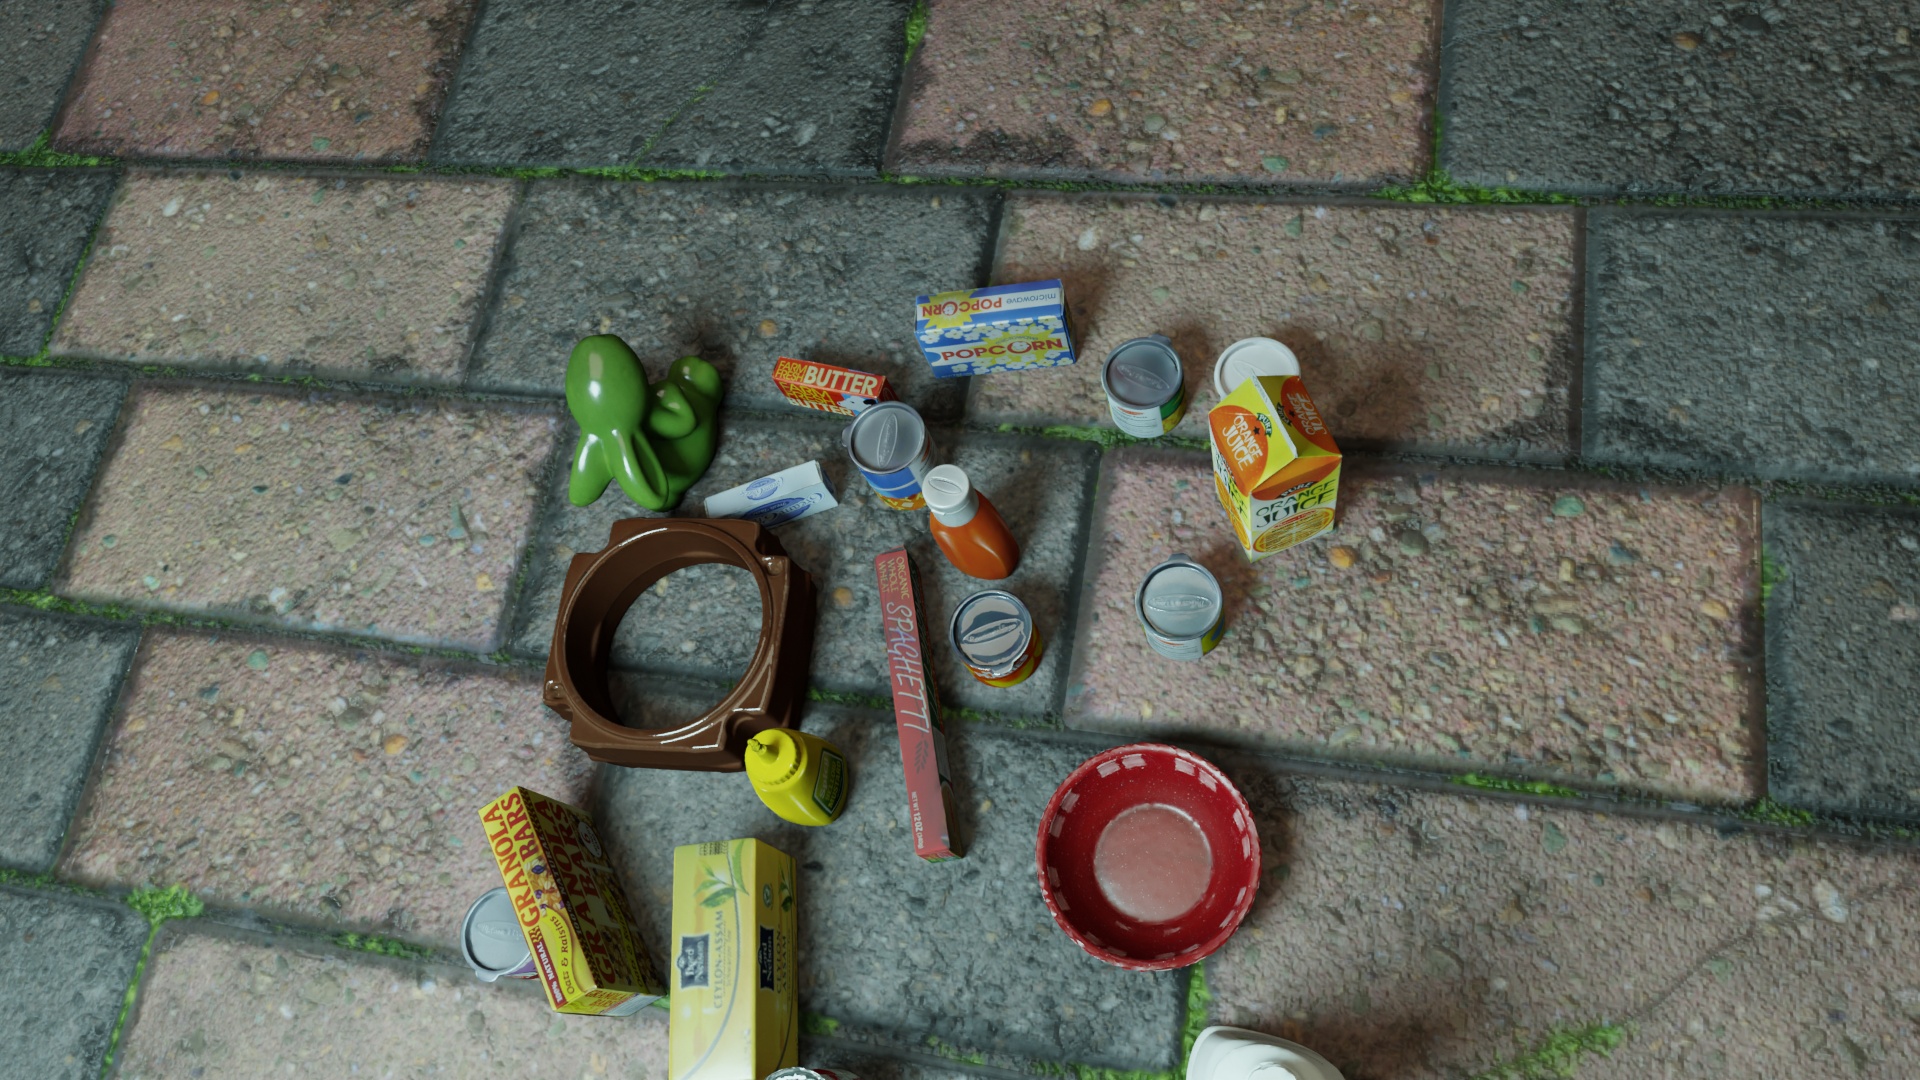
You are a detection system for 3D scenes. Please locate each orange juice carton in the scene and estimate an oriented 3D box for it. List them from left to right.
[{"bbox_3d":[0.233,-0.057,1.034,0.073,0.192,0.072,-23,66,3],"label":"orange juice carton"}]

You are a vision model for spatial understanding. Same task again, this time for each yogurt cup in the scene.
[{"bbox_3d":[0.243,-0.125,1.134,0.072,0.053,0.072,-4,68,11],"label":"yogurt cup"}]

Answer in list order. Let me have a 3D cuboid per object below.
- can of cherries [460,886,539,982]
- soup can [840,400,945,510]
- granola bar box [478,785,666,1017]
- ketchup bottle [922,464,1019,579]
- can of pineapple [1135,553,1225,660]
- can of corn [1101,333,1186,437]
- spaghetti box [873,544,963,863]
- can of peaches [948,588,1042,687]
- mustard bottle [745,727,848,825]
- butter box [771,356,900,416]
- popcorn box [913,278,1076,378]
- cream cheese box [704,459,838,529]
[{"bbox_3d":[-0.349,0.312,1.091,0.071,0.058,0.072,-4,68,11],"label":"can of cherries"},{"bbox_3d":[-0.055,-0.070,1.162,0.071,0.083,0.071,-4,68,11],"label":"soup can"},{"bbox_3d":[-0.295,0.277,1.056,0.039,0.124,0.166,-31,66,0],"label":"granola bar box"},{"bbox_3d":[0.004,-0.014,1.091,0.065,0.148,0.043,19,75,19],"label":"ketchup bottle"},{"bbox_3d":[0.172,0.053,1.078,0.071,0.057,0.071,-4,68,11],"label":"can of pineapple"},{"bbox_3d":[0.154,-0.128,1.152,0.071,0.058,0.071,-4,68,11],"label":"can of corn"},{"bbox_3d":[-0.034,0.127,1.098,0.029,0.050,0.251,-13,67,8],"label":"spaghetti box"},{"bbox_3d":[0.029,0.080,1.098,0.071,0.058,0.071,-4,68,11],"label":"can of peaches"},{"bbox_3d":[-0.127,0.173,1.041,0.049,0.159,0.065,4,70,14],"label":"mustard bottle"},{"bbox_3d":[-0.109,-0.132,1.215,0.103,0.053,0.024,13,73,17],"label":"butter box"},{"bbox_3d":[0.031,-0.179,1.185,0.127,0.085,0.038,-5,68,11],"label":"popcorn box"},{"bbox_3d":[-0.160,-0.033,1.187,0.104,0.053,0.024,-19,67,5],"label":"cream cheese box"}]
